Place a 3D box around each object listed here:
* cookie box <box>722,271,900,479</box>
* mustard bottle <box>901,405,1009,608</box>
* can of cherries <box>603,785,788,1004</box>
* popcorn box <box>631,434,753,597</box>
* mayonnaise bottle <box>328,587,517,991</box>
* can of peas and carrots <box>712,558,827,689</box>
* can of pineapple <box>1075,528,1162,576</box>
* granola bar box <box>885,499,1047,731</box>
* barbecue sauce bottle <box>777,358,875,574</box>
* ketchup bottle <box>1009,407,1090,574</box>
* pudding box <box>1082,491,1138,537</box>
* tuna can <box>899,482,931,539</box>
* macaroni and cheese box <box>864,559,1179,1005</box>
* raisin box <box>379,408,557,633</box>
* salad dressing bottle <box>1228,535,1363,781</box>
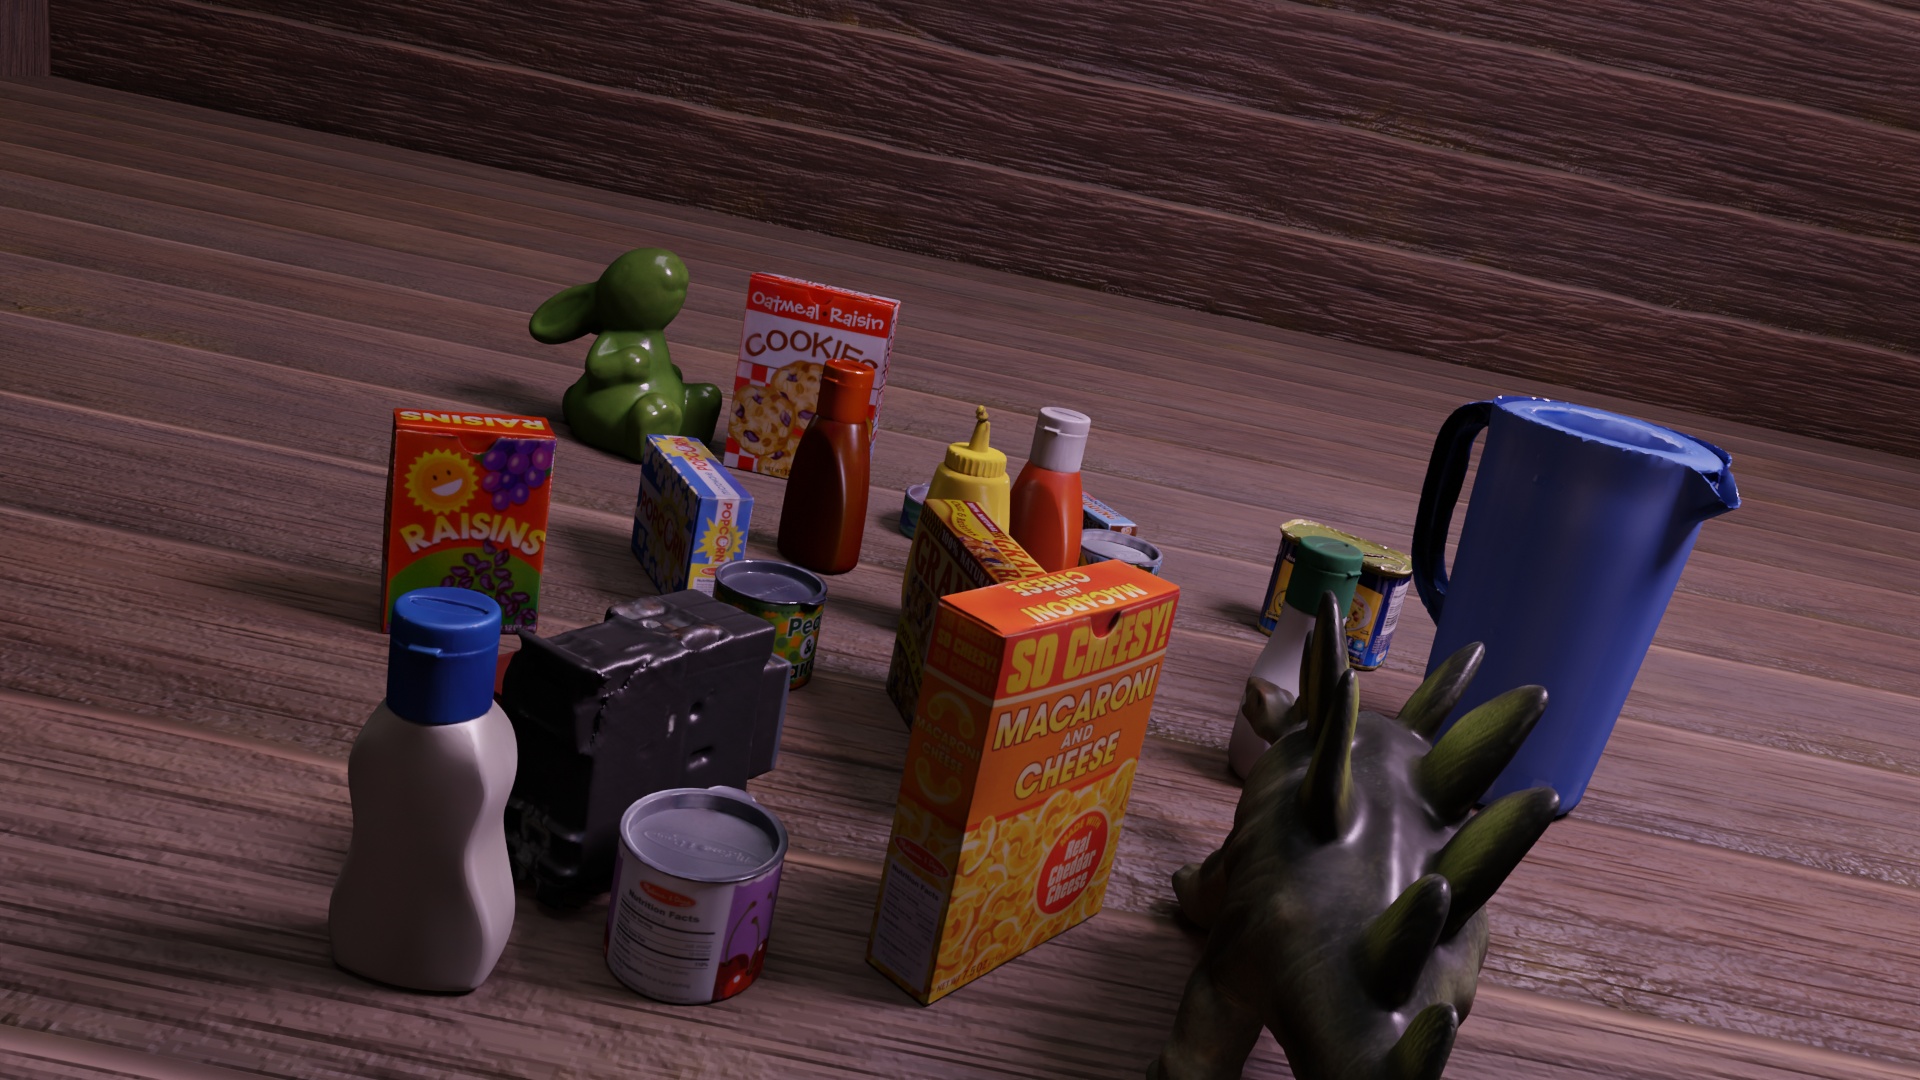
[{"bbox_3d":[-0.127,-0.133,1.178,0.123,0.166,0.040,12,18,1],"label":"cookie box"},{"bbox_3d":[0.003,-0.011,0.909,0.065,0.159,0.049,15,18,9],"label":"mustard bottle"},{"bbox_3d":[-0.105,0.140,0.556,0.071,0.058,0.072,11,18,-3],"label":"can of cherries"},{"bbox_3d":[-0.179,-0.010,0.913,0.038,0.085,0.127,1,21,-29],"label":"popcorn box"},{"bbox_3d":[-0.192,0.091,0.506,0.065,0.147,0.041,12,18,0],"label":"mayonnaise bottle"},{"bbox_3d":[-0.113,0.050,0.817,0.071,0.058,0.071,11,18,-3],"label":"can of peas and carrots"},{"bbox_3d":[0.109,0.030,1.012,0.071,0.057,0.071,11,18,-3],"label":"can of pineapple"},{"bbox_3d":[0.010,0.063,0.751,0.039,0.123,0.166,4,19,-21],"label":"granola bar box"},{"bbox_3d":[-0.092,-0.054,0.996,0.065,0.148,0.044,23,21,32],"label":"barbecue sauce bottle"},{"bbox_3d":[0.058,-0.019,0.982,0.065,0.148,0.044,20,20,24],"label":"ketchup bottle"},{"bbox_3d":[0.106,-0.005,1.128,0.030,0.049,0.084,1,21,-29],"label":"pudding box"},{"bbox_3d":[-0.016,-0.020,1.126,0.071,0.032,0.071,11,18,-3],"label":"tuna can"},{"bbox_3d":[0.029,0.098,0.591,0.040,0.165,0.124,25,22,36],"label":"macaroni and cheese box"},{"bbox_3d":[-0.281,-0.010,0.788,0.086,0.123,0.040,3,20,-26],"label":"raisin box"},{"bbox_3d":[0.196,0.071,0.803,0.064,0.147,0.044,-4,24,-40],"label":"salad dressing bottle"}]
